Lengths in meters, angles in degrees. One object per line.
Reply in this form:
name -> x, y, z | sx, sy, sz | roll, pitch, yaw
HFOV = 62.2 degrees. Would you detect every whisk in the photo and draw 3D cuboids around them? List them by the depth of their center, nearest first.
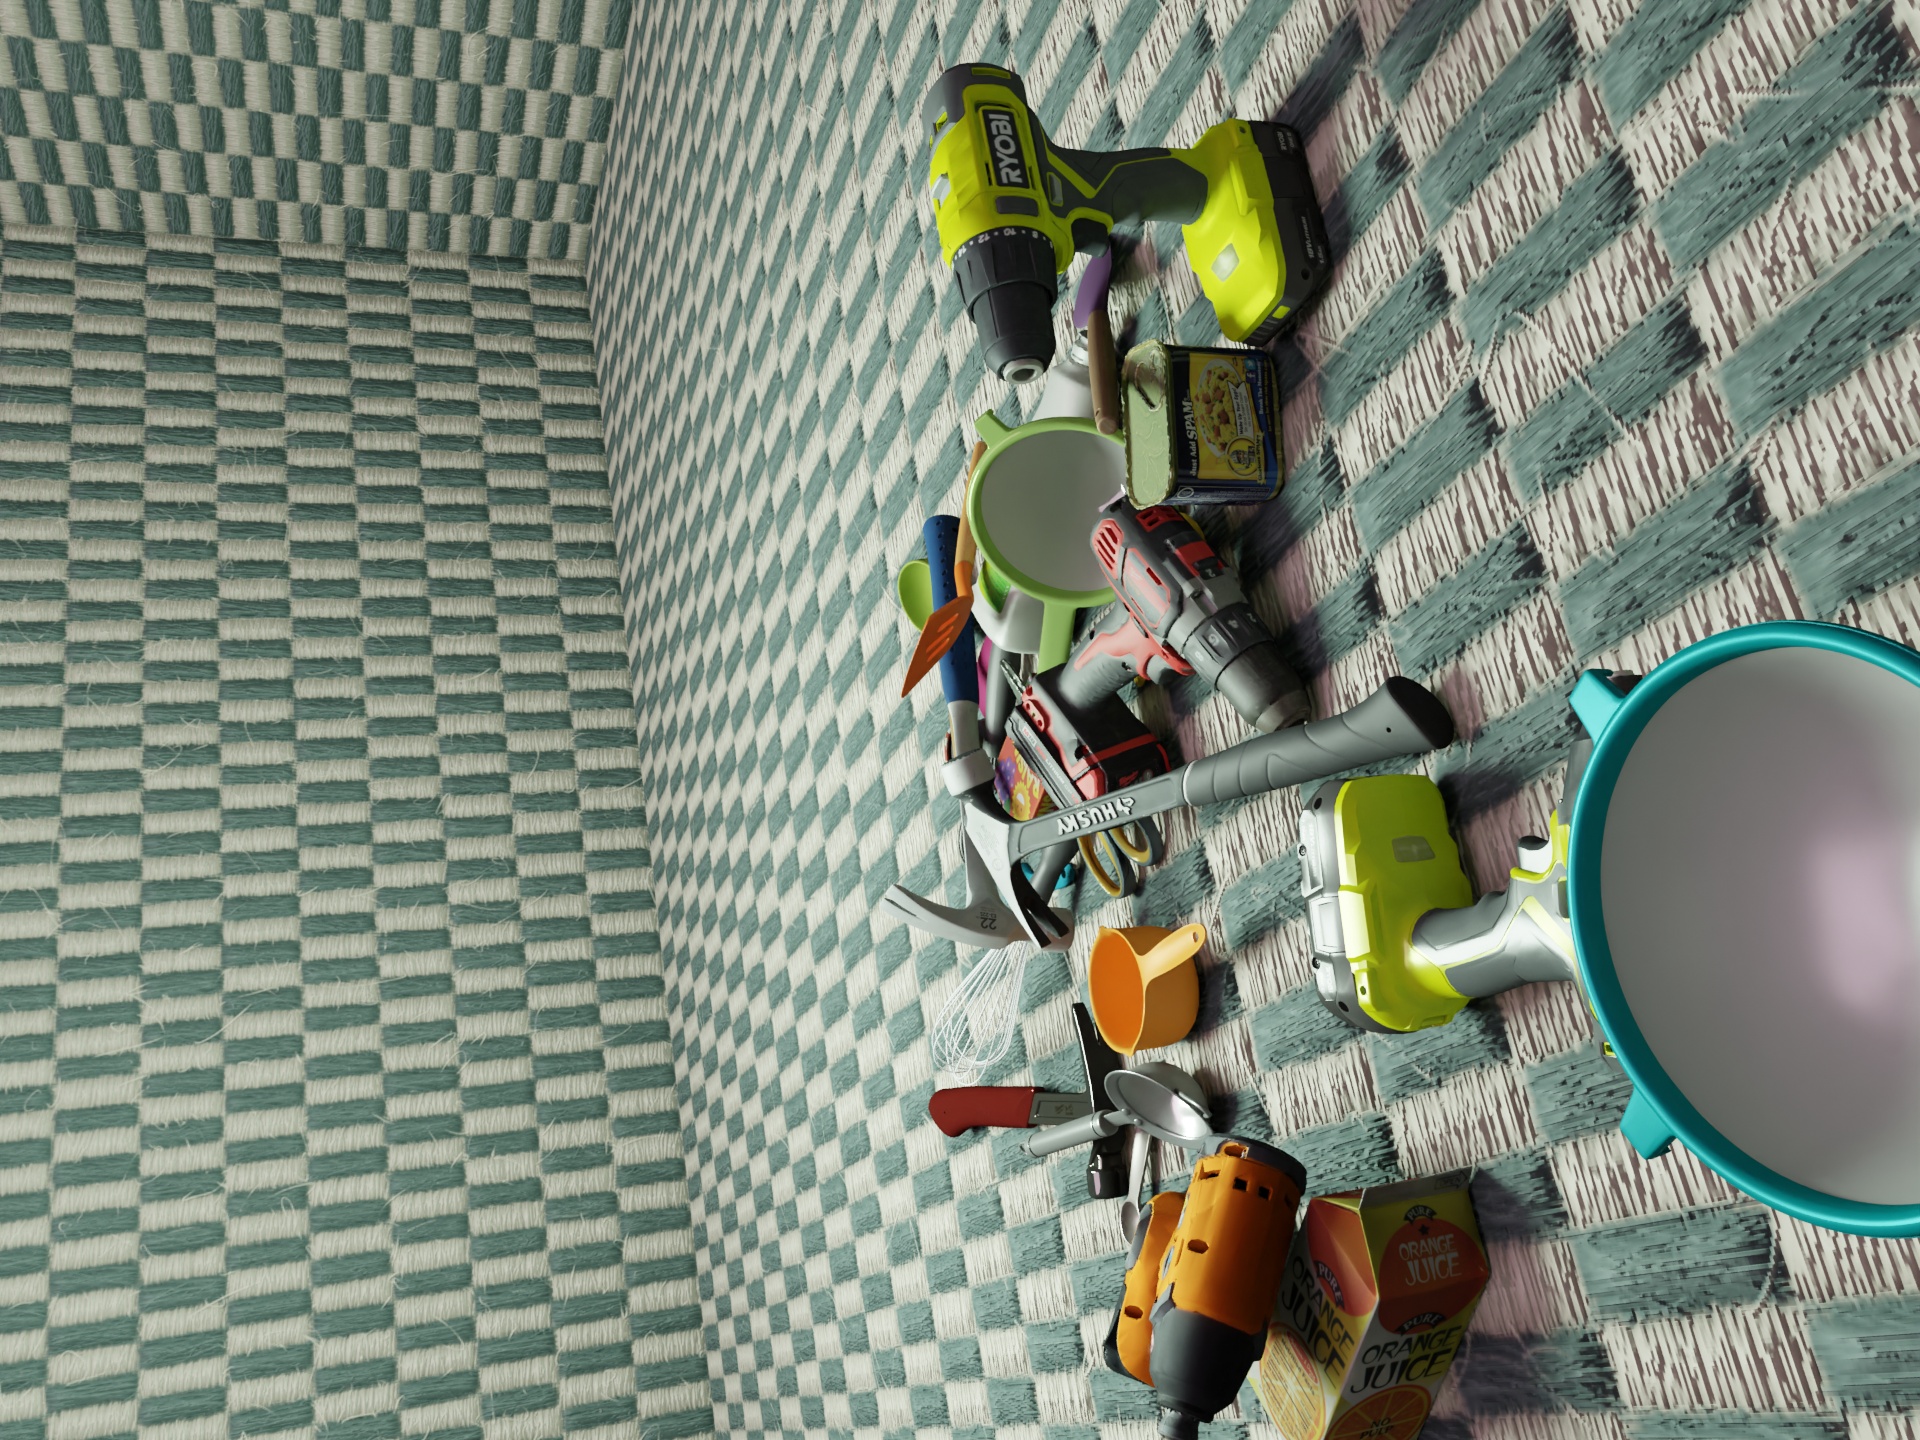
whisk -> 0.045, 0.180, 1.304 | 0.284, 0.070, 0.070 | -67, 30, 21
whisk -> 0.032, 0.028, 1.377 | 0.055, 0.055, 0.239 | -148, 61, -65

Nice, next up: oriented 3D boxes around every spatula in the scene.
spatula -> 0.094, -0.262, 1.084 | 0.316, 0.018, 0.059 | -86, 22, -57
spatula -> -0.004, -0.142, 1.305 | 0.323, 0.041, 0.081 | -82, 10, -48

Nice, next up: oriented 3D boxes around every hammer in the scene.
hammer -> 0.136, 0.049, 0.999 | 0.409, 0.036, 0.149 | -23, 91, 52
hammer -> -0.002, -0.004, 1.274 | 0.035, 0.144, 0.406 | 121, 151, -49
hammer -> 0.048, 0.325, 1.378 | 0.359, 0.036, 0.149 | 150, 115, -66

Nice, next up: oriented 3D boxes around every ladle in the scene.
ladle -> -0.015, -0.025, 1.400 | 0.321, 0.062, 0.078 | -97, 16, -44

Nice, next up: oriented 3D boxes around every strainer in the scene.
strainer -> 0.351, 0.063, 0.507 | 0.340, 0.095, 0.211 | 170, 95, -66
strainer -> 0.110, 0.291, 1.163 | 0.258, 0.087, 0.050 | -38, 12, 52
strainer -> 0.081, -0.120, 1.176 | 0.069, 0.151, 0.256 | -70, -12, -50

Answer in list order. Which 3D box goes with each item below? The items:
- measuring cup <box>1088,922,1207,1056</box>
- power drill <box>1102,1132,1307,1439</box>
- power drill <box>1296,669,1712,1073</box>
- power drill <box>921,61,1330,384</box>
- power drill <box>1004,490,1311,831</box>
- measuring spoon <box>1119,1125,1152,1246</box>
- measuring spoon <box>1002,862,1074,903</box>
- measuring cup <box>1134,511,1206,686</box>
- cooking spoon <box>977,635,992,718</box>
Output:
measuring cup -> 0.146, 0.171, 1.095 | 0.173, 0.052, 0.095 | 128, 135, -56
power drill -> 0.139, 0.346, 0.942 | 0.226, 0.084, 0.164 | 91, -161, -65
power drill -> 0.262, 0.075, 0.762 | 0.223, 0.080, 0.171 | 160, 105, -64
power drill -> 0.095, -0.283, 0.934 | 0.080, 0.228, 0.191 | 134, 130, -62
power drill -> 0.130, -0.017, 1.061 | 0.188, 0.080, 0.226 | 54, 144, 24
measuring spoon -> 0.139, 0.331, 1.185 | 0.034, 0.018, 0.124 | -159, 76, -67
measuring spoon -> 0.062, 0.136, 1.342 | 0.128, 0.021, 0.042 | 148, 118, -66
measuring cup -> 0.144, -0.082, 1.120 | 0.062, 0.029, 0.156 | 57, 157, 36
cooking spoon -> 0.049, -0.126, 1.354 | 0.069, 0.017, 0.318 | -113, 29, -42
